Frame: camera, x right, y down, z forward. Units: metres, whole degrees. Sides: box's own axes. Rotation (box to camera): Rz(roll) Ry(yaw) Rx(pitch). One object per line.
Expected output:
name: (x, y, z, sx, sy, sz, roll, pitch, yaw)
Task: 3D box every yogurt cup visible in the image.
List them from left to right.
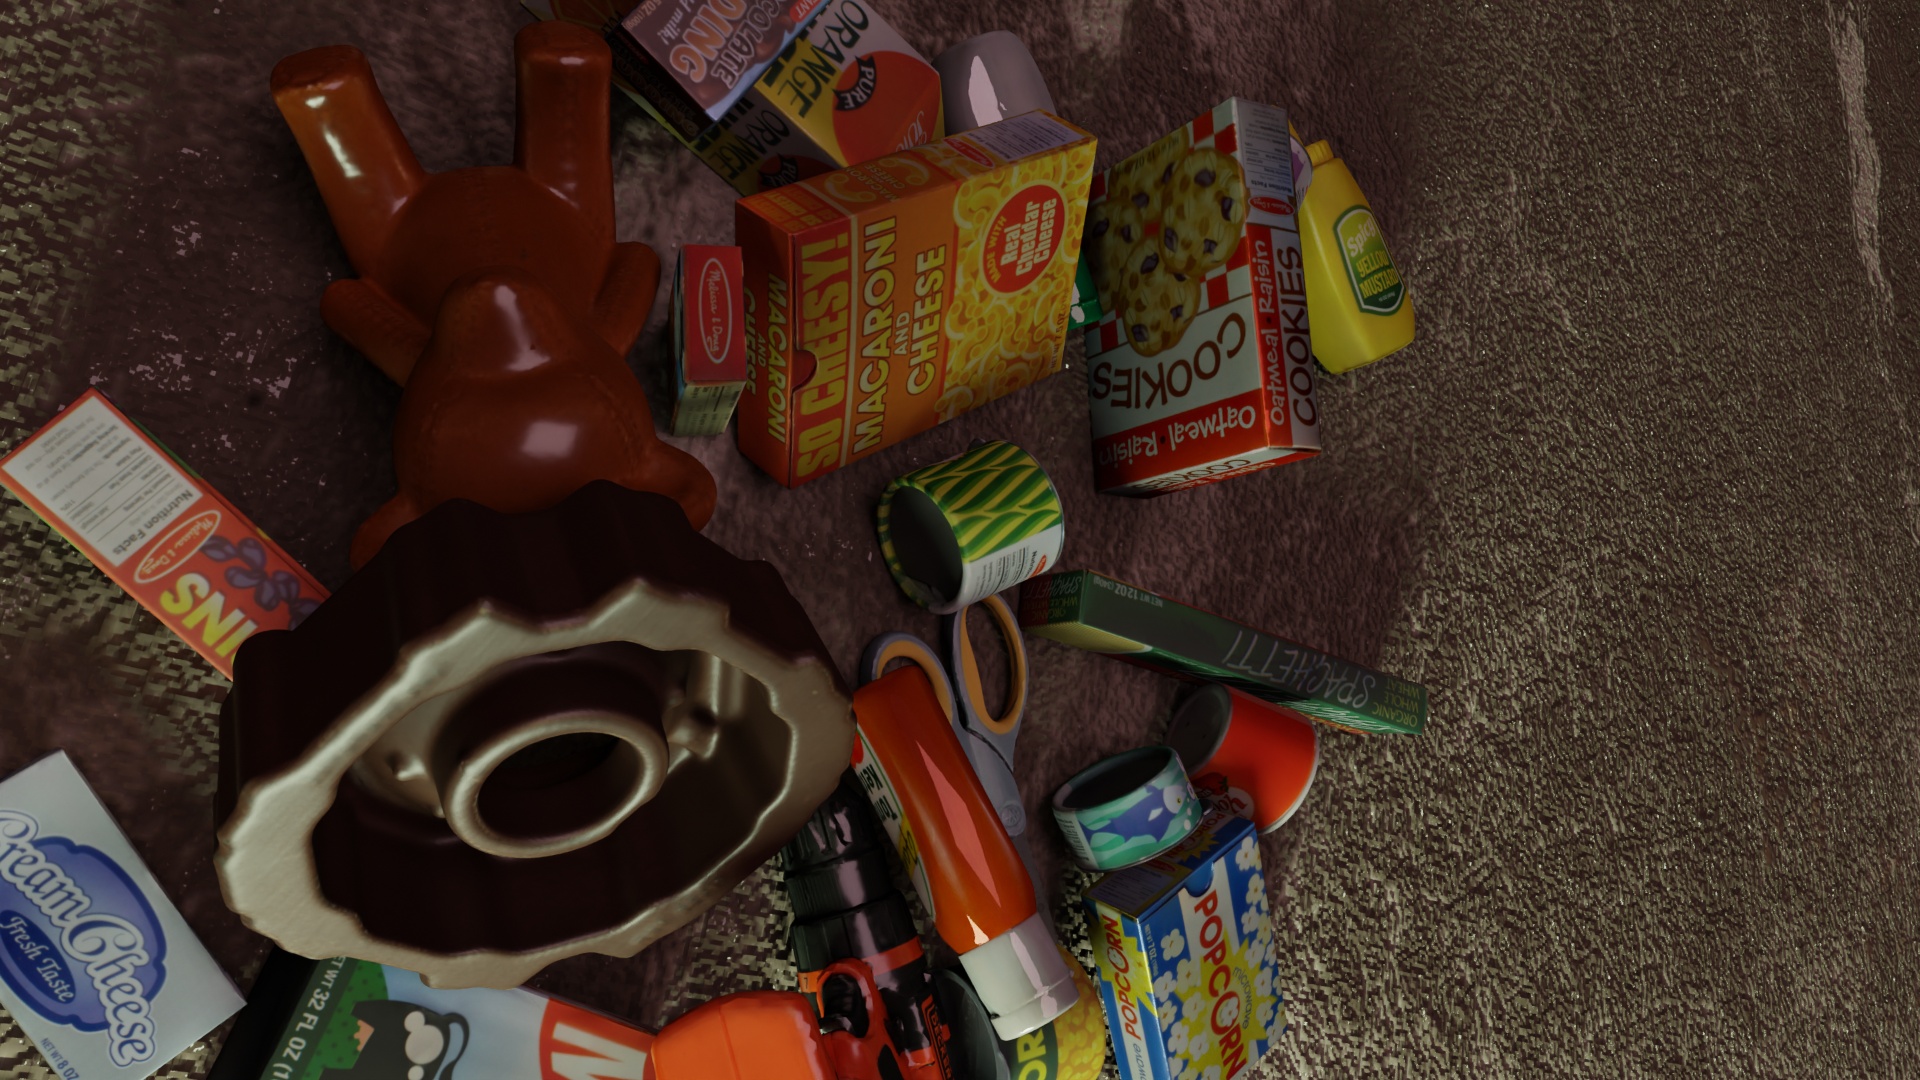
yogurt cup: (0.139, 0.107, 0.701, 0.054, 0.072, 0.072, 30, 66, -18)

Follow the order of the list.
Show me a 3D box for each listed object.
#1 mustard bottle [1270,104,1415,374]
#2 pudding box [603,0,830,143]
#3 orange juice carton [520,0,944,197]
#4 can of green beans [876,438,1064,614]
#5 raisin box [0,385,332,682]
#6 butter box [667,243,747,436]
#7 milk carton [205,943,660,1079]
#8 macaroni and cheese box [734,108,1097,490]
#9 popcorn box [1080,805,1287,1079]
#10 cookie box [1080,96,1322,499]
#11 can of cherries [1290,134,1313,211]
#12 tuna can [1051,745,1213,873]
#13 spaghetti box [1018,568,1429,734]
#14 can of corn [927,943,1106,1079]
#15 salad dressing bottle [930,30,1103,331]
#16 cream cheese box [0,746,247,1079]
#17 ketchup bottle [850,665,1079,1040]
mustard bottle: (0.212, -0.179, 0.809, 0.065, 0.048, 0.160, -29, 98, -36)
pudding box: (-0.091, -0.199, 0.531, 0.049, 0.030, 0.084, 45, 67, -21)
orange juice carton: (-0.082, -0.202, 0.601, 0.192, 0.073, 0.072, 39, 64, -23)
can of green beans: (0.004, -0.006, 0.628, 0.058, 0.071, 0.071, -22, 94, -34)
raisin box: (-0.241, 0.013, 0.447, 0.123, 0.086, 0.040, 49, 65, -18)
butter box: (-0.101, -0.076, 0.548, 0.024, 0.103, 0.053, -1, 84, -15)
milk carton: (-0.150, 0.196, 0.483, 0.190, 0.073, 0.072, 30, 67, -27)
macaroni and cheese box: (-0.018, -0.107, 0.604, 0.167, 0.040, 0.123, -28, 140, -34)
popcorn box: (0.109, 0.202, 0.658, 0.085, 0.038, 0.126, -28, 115, -33)
cookie box: (0.114, -0.113, 0.686, 0.040, 0.122, 0.167, 1, 81, -33)
can of cherries: (0.150, -0.187, 0.761, 0.071, 0.071, 0.058, 36, 65, -24)
tuna can: (0.080, 0.125, 0.654, 0.071, 0.071, 0.033, -28, 98, -34)
spaghetti box: (0.144, 0.062, 0.720, 0.250, 0.050, 0.029, 19, 74, -30)
can of corn: (0.022, 0.212, 0.598, 0.058, 0.071, 0.071, -4, 84, -35)
salad dressing bottle: (0.030, -0.174, 0.690, 0.064, 0.044, 0.147, -24, 96, -36)
cream cheese box: (-0.280, 0.122, 0.439, 0.053, 0.024, 0.103, -37, 103, -34)
ketchup bottle: (-0.002, 0.126, 0.566, 0.044, 0.064, 0.149, -25, 78, -17)
